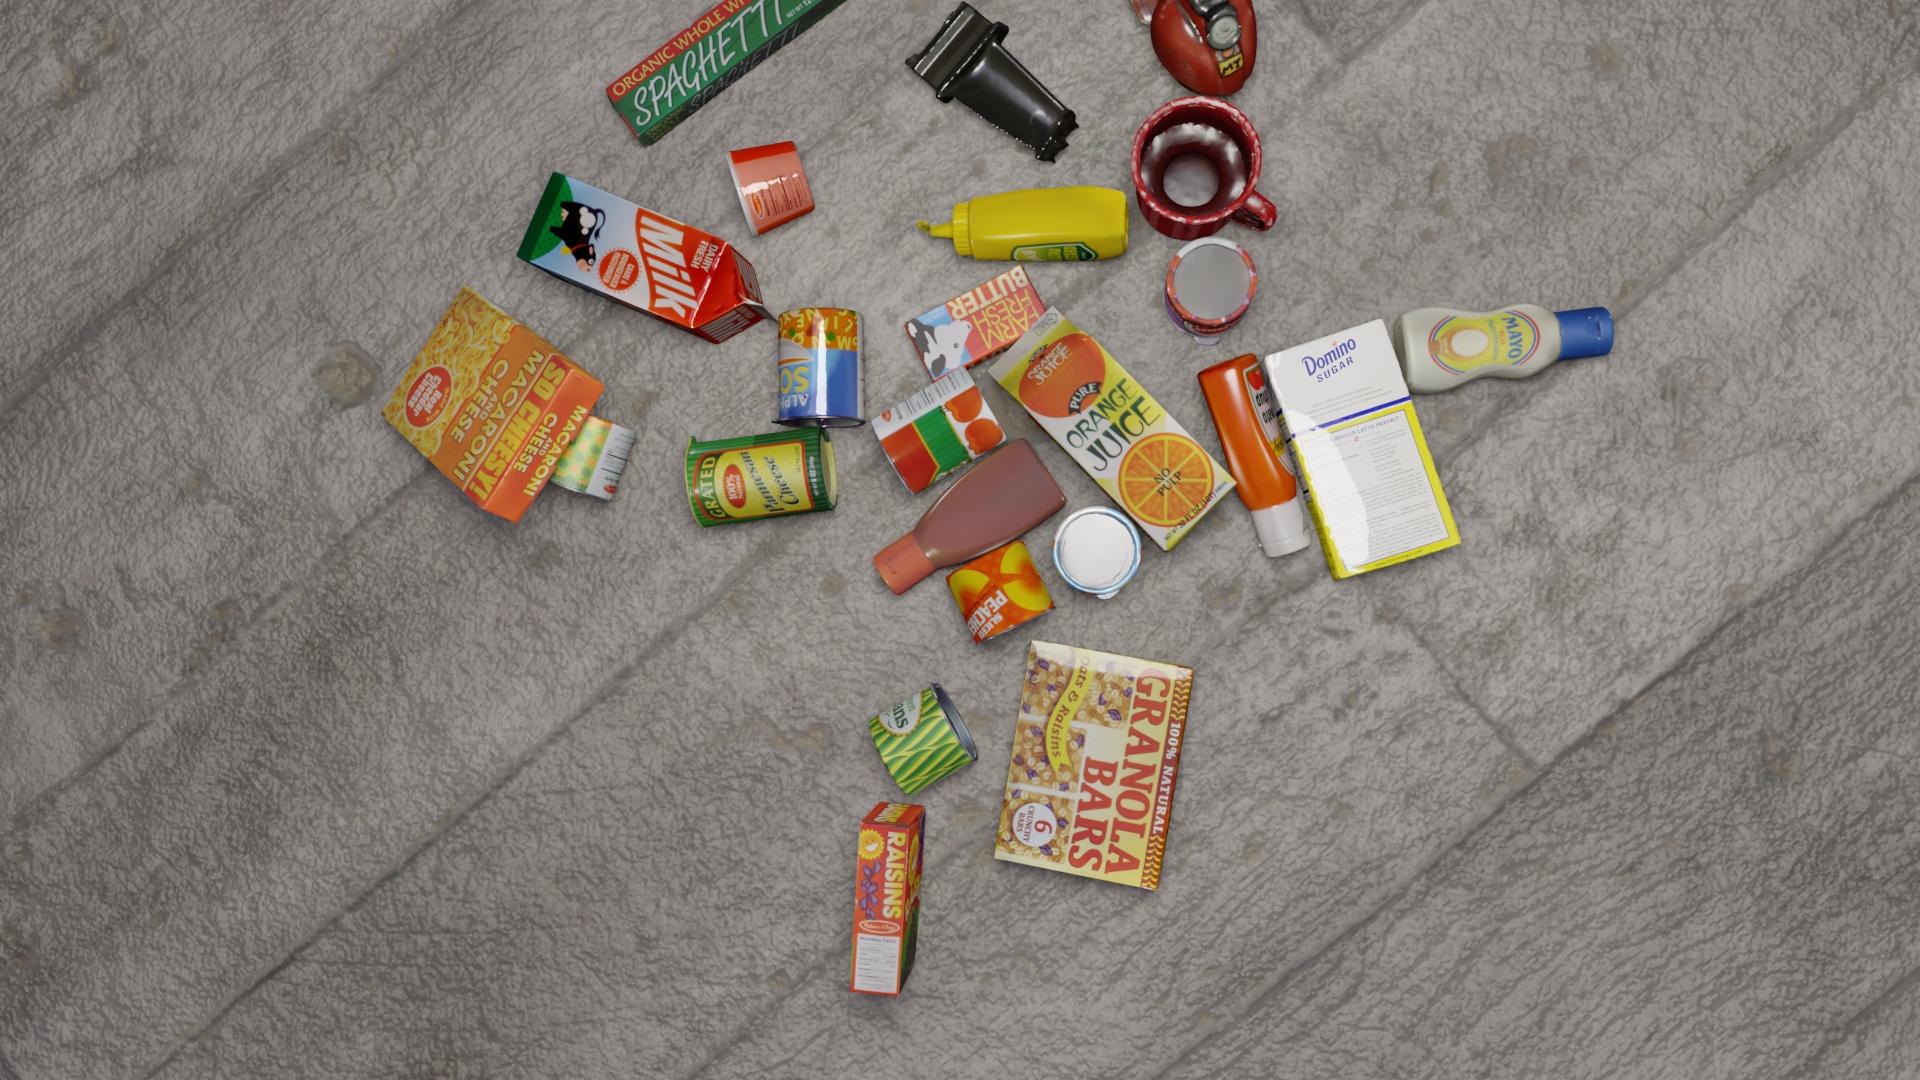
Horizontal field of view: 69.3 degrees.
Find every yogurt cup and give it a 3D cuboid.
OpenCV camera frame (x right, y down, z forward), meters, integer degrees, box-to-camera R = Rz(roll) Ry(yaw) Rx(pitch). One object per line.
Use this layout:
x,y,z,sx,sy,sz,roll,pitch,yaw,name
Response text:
-0.145,-0.273,1.068,0.054,0.072,0.072,-18,87,-3,yogurt cup

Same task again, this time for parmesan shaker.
-0.151,-0.052,1.057,0.103,0.071,0.071,-8,88,5,parmesan shaker

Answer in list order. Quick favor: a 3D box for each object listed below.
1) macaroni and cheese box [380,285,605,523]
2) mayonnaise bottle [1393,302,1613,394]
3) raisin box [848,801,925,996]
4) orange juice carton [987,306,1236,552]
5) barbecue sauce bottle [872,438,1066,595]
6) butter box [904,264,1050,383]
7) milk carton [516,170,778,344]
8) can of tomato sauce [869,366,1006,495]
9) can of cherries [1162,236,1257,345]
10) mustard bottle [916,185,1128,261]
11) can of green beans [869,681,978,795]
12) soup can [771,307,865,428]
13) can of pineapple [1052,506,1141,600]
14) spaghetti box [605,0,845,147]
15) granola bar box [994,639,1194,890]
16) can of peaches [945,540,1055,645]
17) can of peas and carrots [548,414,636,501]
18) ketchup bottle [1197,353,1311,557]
-0.356,-0.106,1.055,0.167,0.040,0.123,34,92,35,macaroni and cheese box
0.400,-0.146,1.025,0.148,0.041,0.065,-6,86,5,mayonnaise bottle
-0.053,0.263,1.029,0.040,0.086,0.123,3,89,7,raisin box
0.111,-0.083,1.033,0.072,0.073,0.193,-44,85,3,orange juice carton
0.004,-0.013,1.055,0.148,0.043,0.065,-34,79,4,barbecue sauce bottle
0.014,-0.165,1.068,0.103,0.024,0.053,-26,85,4,butter box
-0.231,-0.208,1.068,0.191,0.072,0.073,23,90,5,milk carton
-0.016,-0.081,1.048,0.083,0.071,0.071,-31,86,3,can of tomato sauce
0.186,-0.186,1.037,0.071,0.058,0.071,0,88,5,can of cherries
0.046,-0.237,1.051,0.160,0.065,0.049,0,83,11,mustard bottle
-0.028,0.149,1.041,0.058,0.071,0.071,-29,86,4,can of green beans
-0.108,-0.130,1.056,0.071,0.071,0.083,-1,88,5,soup can
0.103,0.009,1.038,0.071,0.058,0.071,0,88,5,can of pineapple
-0.165,-0.403,1.090,0.250,0.028,0.050,-36,85,3,spaghetti box
0.100,0.165,1.042,0.124,0.039,0.165,10,89,6,granola bar box
0.028,0.040,1.037,0.071,0.071,0.058,-25,85,4,can of peaches
-0.293,-0.069,1.071,0.071,0.071,0.058,21,90,5,can of peas and carrots
0.220,-0.062,1.031,0.043,0.065,0.148,-17,96,26,ketchup bottle
